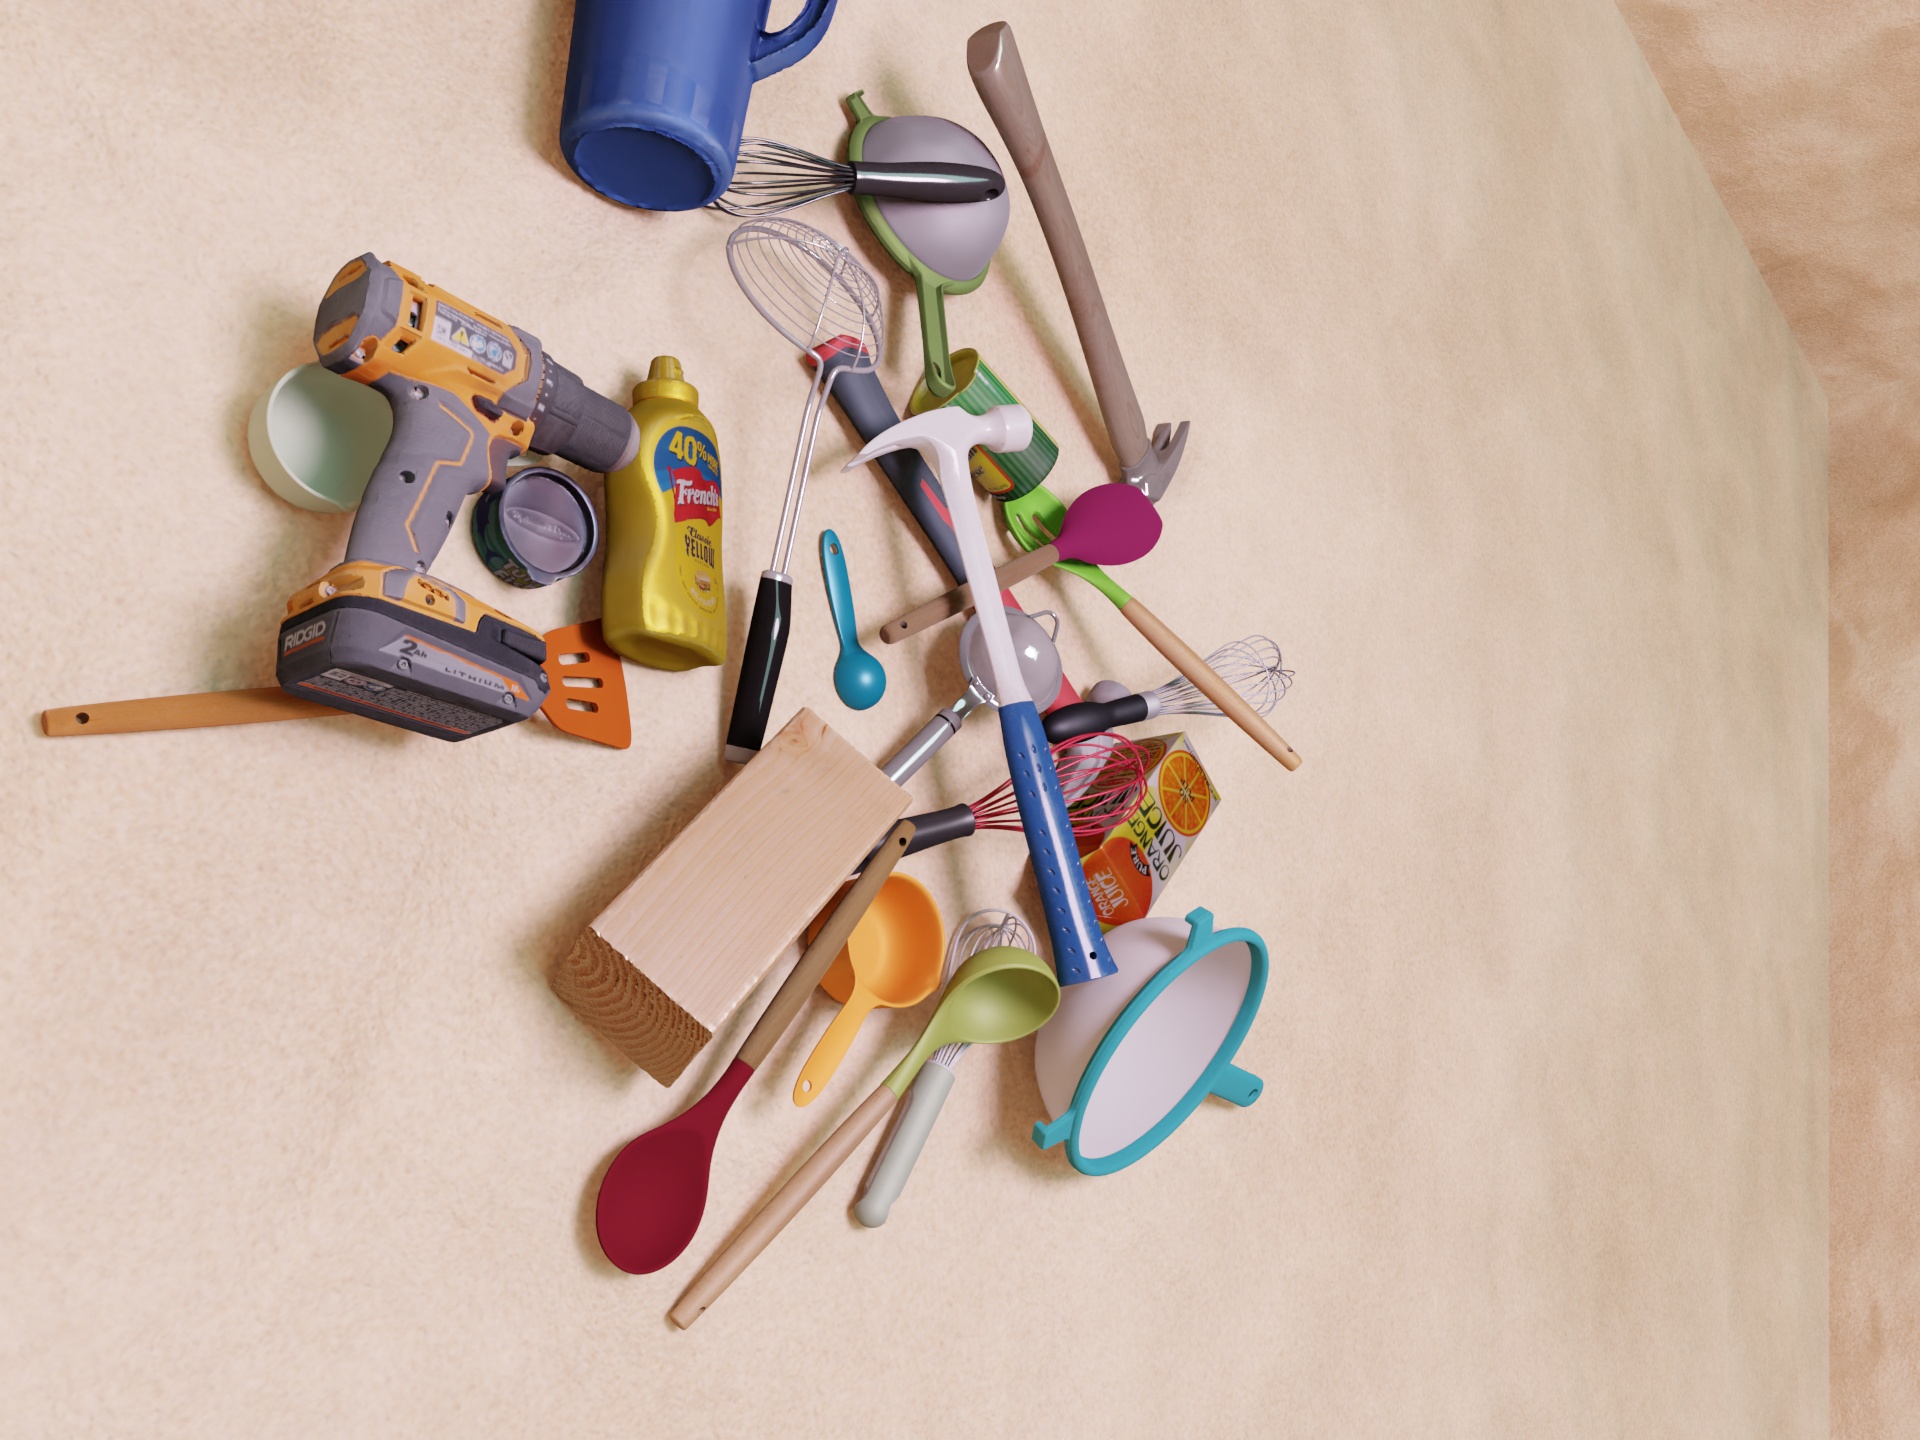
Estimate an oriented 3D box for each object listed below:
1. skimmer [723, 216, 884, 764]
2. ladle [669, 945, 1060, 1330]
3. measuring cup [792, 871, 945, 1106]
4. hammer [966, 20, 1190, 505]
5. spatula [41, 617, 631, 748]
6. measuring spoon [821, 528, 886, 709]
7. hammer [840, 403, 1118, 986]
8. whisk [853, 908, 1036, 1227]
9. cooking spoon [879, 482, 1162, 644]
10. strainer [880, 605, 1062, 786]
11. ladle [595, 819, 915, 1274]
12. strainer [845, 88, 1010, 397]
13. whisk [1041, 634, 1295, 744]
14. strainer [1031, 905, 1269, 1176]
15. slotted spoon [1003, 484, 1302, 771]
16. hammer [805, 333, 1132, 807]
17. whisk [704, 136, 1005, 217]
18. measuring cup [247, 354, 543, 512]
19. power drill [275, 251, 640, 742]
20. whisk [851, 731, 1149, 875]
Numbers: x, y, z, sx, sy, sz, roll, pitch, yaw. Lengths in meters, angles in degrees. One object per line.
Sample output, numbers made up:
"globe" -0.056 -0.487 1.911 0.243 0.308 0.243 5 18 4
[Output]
"skimmer" -0.125 -0.153 1.043 0.127 0.090 0.363 15 84 -43
"ladle" -0.053 0.255 0.984 0.320 0.062 0.078 -43 140 -31
"measuring cup" -0.076 0.174 1.017 0.095 0.052 0.174 52 50 -25
"hammer" 0.097 -0.354 1.269 0.146 0.038 0.410 -60 138 -38
"spatula" -0.307 -0.011 0.842 0.322 0.041 0.081 -7 85 -43
"measuring spoon" -0.074 -0.071 1.100 0.042 0.021 0.128 -11 89 -48
"hammer" 0.029 -0.020 1.084 0.144 0.035 0.405 -11 82 -28
"whisk" -0.012 0.230 1.079 0.059 0.057 0.246 28 57 1
"cooking spoon" 0.053 -0.116 1.184 0.319 0.017 0.069 -30 83 -41
"strainer" -0.002 -0.004 1.117 0.087 0.050 0.258 48 64 -5
"ladle" -0.114 0.183 0.949 0.069 0.031 0.315 48 62 -25
"strainer" -0.007 -0.356 1.177 0.151 0.069 0.257 22 53 -42
"whisk" 0.168 -0.016 1.261 0.284 0.070 0.070 -14 90 -40
"strainer" 0.149 0.238 1.208 0.211 0.095 0.340 -54 148 -1
"slotted spoon" 0.147 -0.072 1.240 0.314 0.031 0.070 44 45 7
"hammer" -0.001 -0.108 1.176 0.386 0.038 0.143 55 48 -22
"whisk" -0.075 -0.374 1.106 0.239 0.055 0.055 -7 85 -26
"measuring cup" -0.306 -0.149 0.867 0.167 0.038 0.083 -6 86 -51
"power drill" -0.253 -0.107 0.832 0.185 0.084 0.226 23 61 -47
"whisk" 0.020 0.065 1.110 0.295 0.073 0.073 -14 90 -33
